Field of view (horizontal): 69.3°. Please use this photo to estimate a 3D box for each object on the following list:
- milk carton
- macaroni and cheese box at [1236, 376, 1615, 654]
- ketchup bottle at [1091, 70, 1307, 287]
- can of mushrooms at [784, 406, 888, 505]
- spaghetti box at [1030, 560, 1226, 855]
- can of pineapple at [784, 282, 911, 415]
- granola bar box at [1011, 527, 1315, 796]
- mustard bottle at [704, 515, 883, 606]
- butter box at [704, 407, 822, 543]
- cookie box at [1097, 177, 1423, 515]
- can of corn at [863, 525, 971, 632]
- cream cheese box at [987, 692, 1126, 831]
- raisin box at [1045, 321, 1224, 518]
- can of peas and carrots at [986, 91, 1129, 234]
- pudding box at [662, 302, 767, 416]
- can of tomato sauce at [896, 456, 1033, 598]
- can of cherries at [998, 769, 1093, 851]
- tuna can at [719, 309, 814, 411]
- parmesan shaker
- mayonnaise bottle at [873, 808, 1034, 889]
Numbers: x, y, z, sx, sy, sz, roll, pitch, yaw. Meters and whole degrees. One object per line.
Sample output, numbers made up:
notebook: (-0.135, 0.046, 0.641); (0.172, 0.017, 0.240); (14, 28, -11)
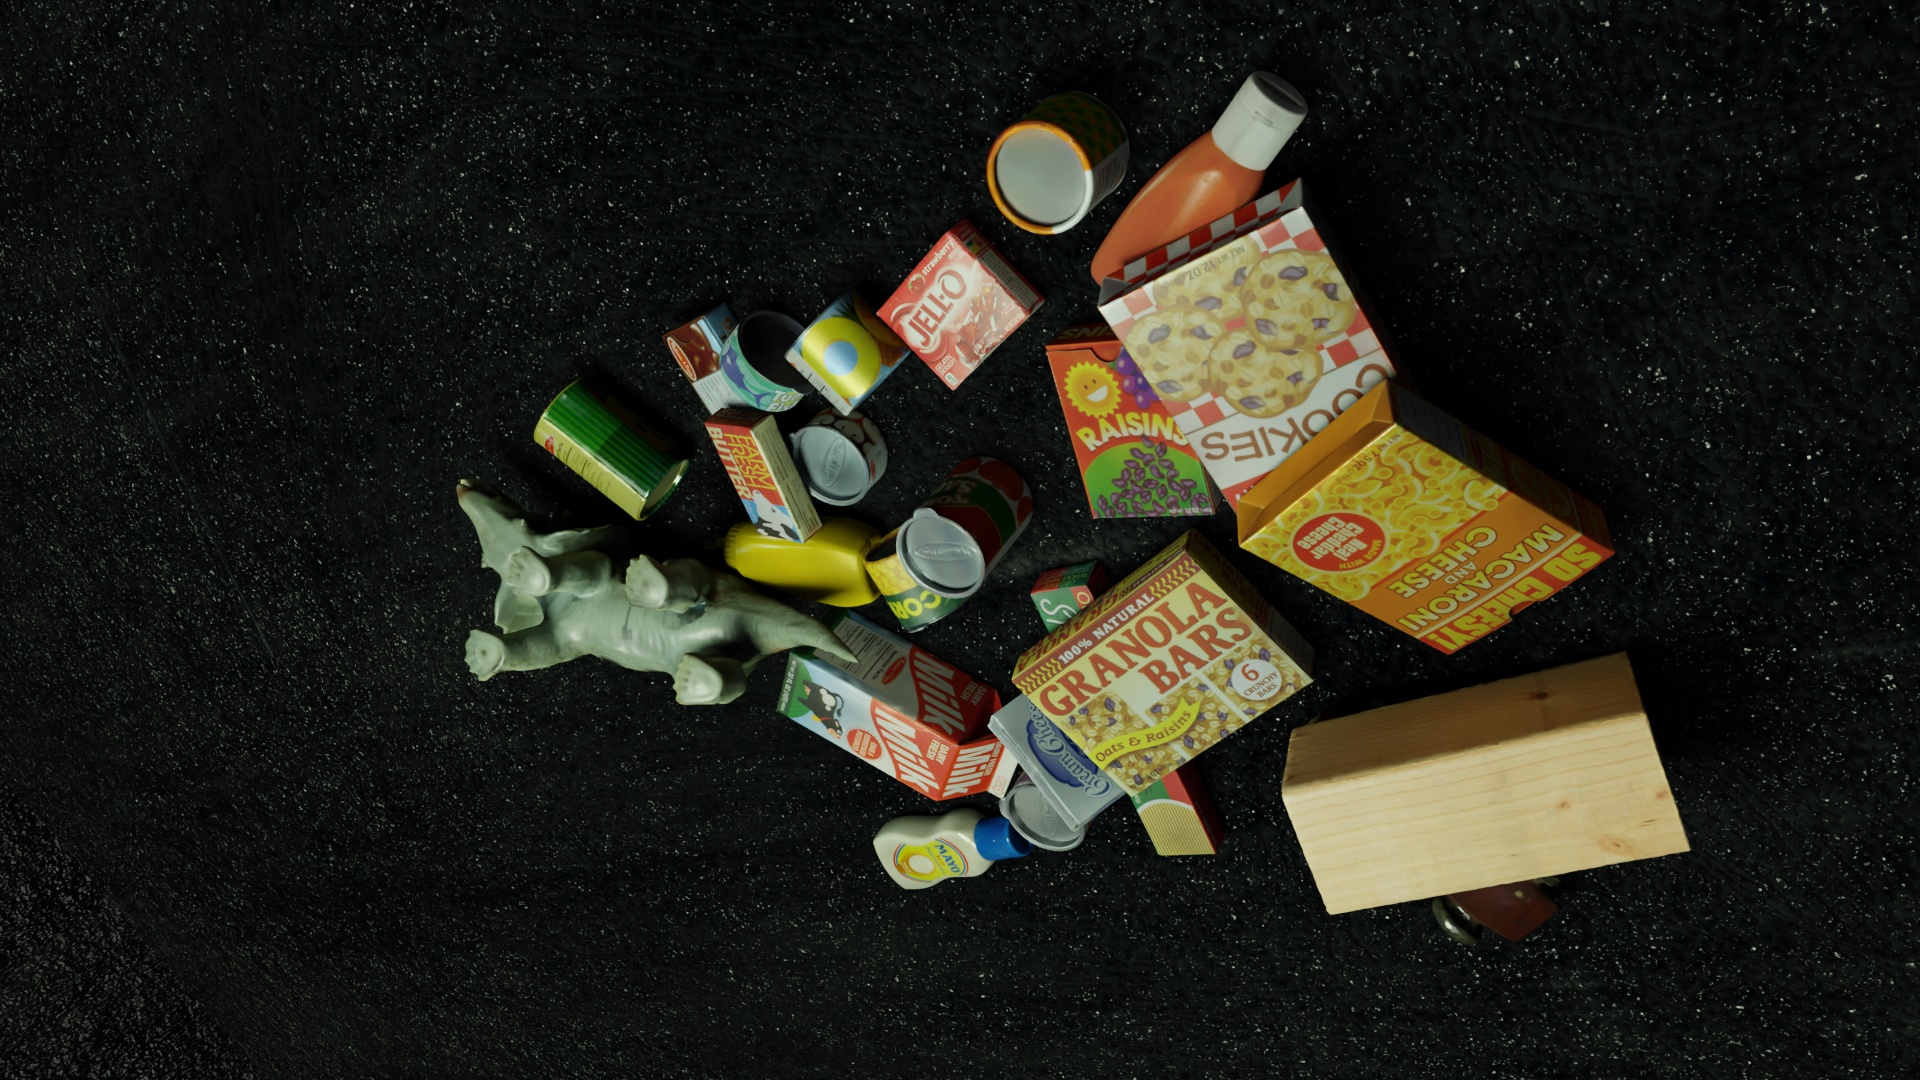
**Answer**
milk carton: (-0.041, 0.135, 1.089); (0.191, 0.074, 0.072); (27, 131, 11)
macaroni and cheese box: (0.261, -0.007, 0.787); (0.166, 0.040, 0.123); (26, 135, -20)
ketchup bottle: (0.135, -0.190, 0.773); (0.065, 0.044, 0.148); (34, 133, -2)
can of mushrooms: (-0.090, -0.063, 1.005); (0.071, 0.034, 0.070); (16, 129, 21)
spaghetti box: (0.124, 0.128, 1.015); (0.050, 0.029, 0.249); (-12, 115, 35)
can of pineapple: (-0.073, -0.127, 0.928); (0.058, 0.071, 0.070); (44, 133, -5)
granola bar box: (0.136, 0.086, 0.942); (0.124, 0.039, 0.165); (44, 120, -10)
mustard bottle: (-0.132, 0.009, 1.071); (0.160, 0.049, 0.065); (9, 127, 27)
butter box: (-0.143, -0.048, 1.010); (0.053, 0.024, 0.103); (10, 134, 40)
cookie box: (0.173, -0.100, 0.780); (0.122, 0.040, 0.167); (-24, 119, 27)
can of corn: (-0.030, 0.023, 1.005); (0.071, 0.071, 0.058); (-18, 110, 38)
cream cheese box: (0.073, 0.158, 1.029); (0.104, 0.053, 0.024); (50, 158, 16)
raisin box: (0.112, -0.076, 0.871); (0.086, 0.040, 0.123); (-1, 120, 32)
can of peas and carrots: (0.054, -0.217, 0.793); (0.071, 0.059, 0.070); (15, 128, 21)
pudding box: (-0.173, -0.126, 1.012); (0.049, 0.030, 0.083); (-18, 111, 39)
can of tomato sauce: (0.003, -0.012, 0.951); (0.071, 0.083, 0.070); (16, 128, 21)
can of cherries: (0.073, 0.194, 1.073); (0.071, 0.059, 0.071); (16, 130, 21)
tuna can: (-0.130, -0.122, 0.963); (0.071, 0.071, 0.032); (44, 134, -4)
parmesan shaker: (-0.271, -0.071, 1.087); (0.103, 0.072, 0.071); (38, 133, 1)
mayonnaise bottle: (-0.004, 0.257, 1.175); (0.147, 0.041, 0.064); (-20, 108, 39)
